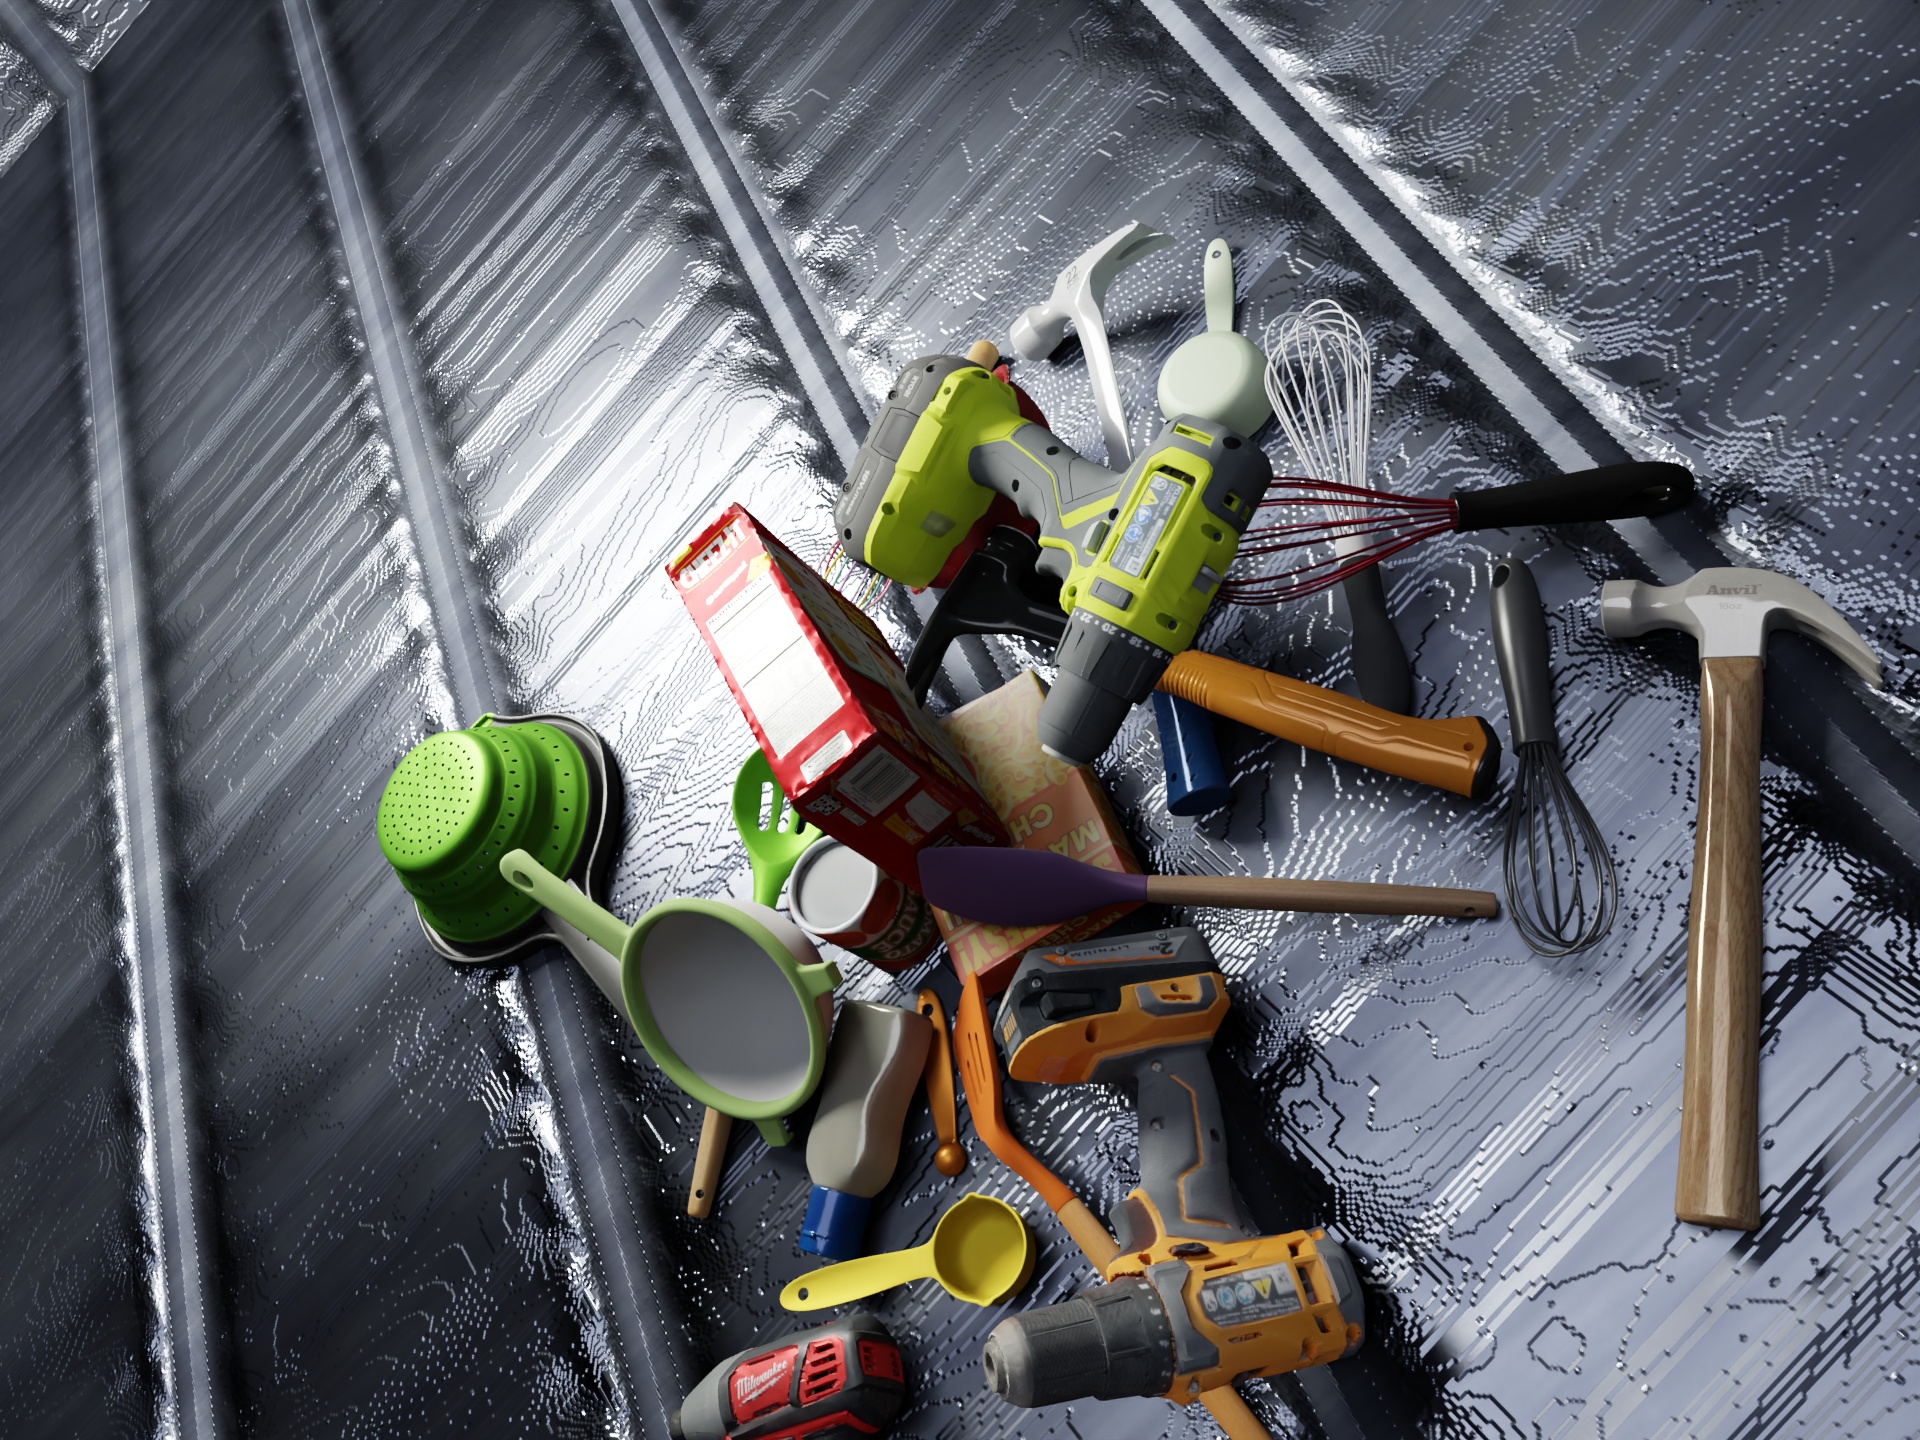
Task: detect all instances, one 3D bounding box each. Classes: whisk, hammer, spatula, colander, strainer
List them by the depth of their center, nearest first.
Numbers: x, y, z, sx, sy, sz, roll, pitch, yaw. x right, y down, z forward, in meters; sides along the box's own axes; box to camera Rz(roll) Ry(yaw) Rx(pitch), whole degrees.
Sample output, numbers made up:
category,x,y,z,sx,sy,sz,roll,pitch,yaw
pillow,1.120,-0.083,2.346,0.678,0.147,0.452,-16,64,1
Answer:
category,x,y,z,sx,sy,sz,roll,pitch,yaw
hammer,0.377,0.077,0.777,0.130,0.031,0.331,-1,67,31
whisk,0.306,0.013,0.842,0.055,0.055,0.239,-13,57,26
spatula,0.080,0.275,0.852,0.041,0.081,0.323,-24,55,-30
spatula,0.130,0.096,0.879,0.316,0.059,0.018,0,35,15
whisk,0.255,-0.112,0.886,0.296,0.073,0.073,-7,62,6
hammer,0.132,-0.018,0.894,0.337,0.034,0.127,19,63,27
whisk,0.230,-0.128,0.952,0.070,0.070,0.285,-16,65,24
strainer,-0.175,0.142,1.002,0.256,0.069,0.151,30,123,19
hammer,0.114,-0.135,1.011,0.144,0.035,0.406,-38,52,45
colander,-0.311,0.113,1.131,0.204,0.094,0.397,-51,52,0
whisk,-0.036,-0.171,1.134,0.051,0.047,0.245,8,66,58

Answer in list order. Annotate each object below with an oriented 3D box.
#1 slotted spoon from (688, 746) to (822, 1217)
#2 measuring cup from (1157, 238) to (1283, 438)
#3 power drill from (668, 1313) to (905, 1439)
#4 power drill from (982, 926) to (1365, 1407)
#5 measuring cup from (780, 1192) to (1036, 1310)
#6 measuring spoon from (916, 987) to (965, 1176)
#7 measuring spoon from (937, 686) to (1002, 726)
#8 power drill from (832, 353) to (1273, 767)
category,x,y,z,sx,sy,sz,roll,pitch,yaw
slotted spoon,-0.140,0.165,1.046,0.070,0.031,0.314,8,73,8
measuring cup,0.168,-0.261,1.058,0.083,0.038,0.168,-10,65,27
power drill,-0.089,0.447,0.854,0.143,0.078,0.220,-24,54,18
power drill,0.081,0.227,0.805,0.185,0.084,0.226,-6,55,-18
measuring cup,-0.029,0.313,0.903,0.156,0.029,0.062,-20,57,18
measuring spoon,-0.015,0.215,0.957,0.021,0.011,0.117,-22,58,21
measuring spoon,-0.002,-0.003,1.050,0.124,0.018,0.034,-24,57,19
power drill,0.039,-0.097,0.885,0.229,0.080,0.190,30,95,36
